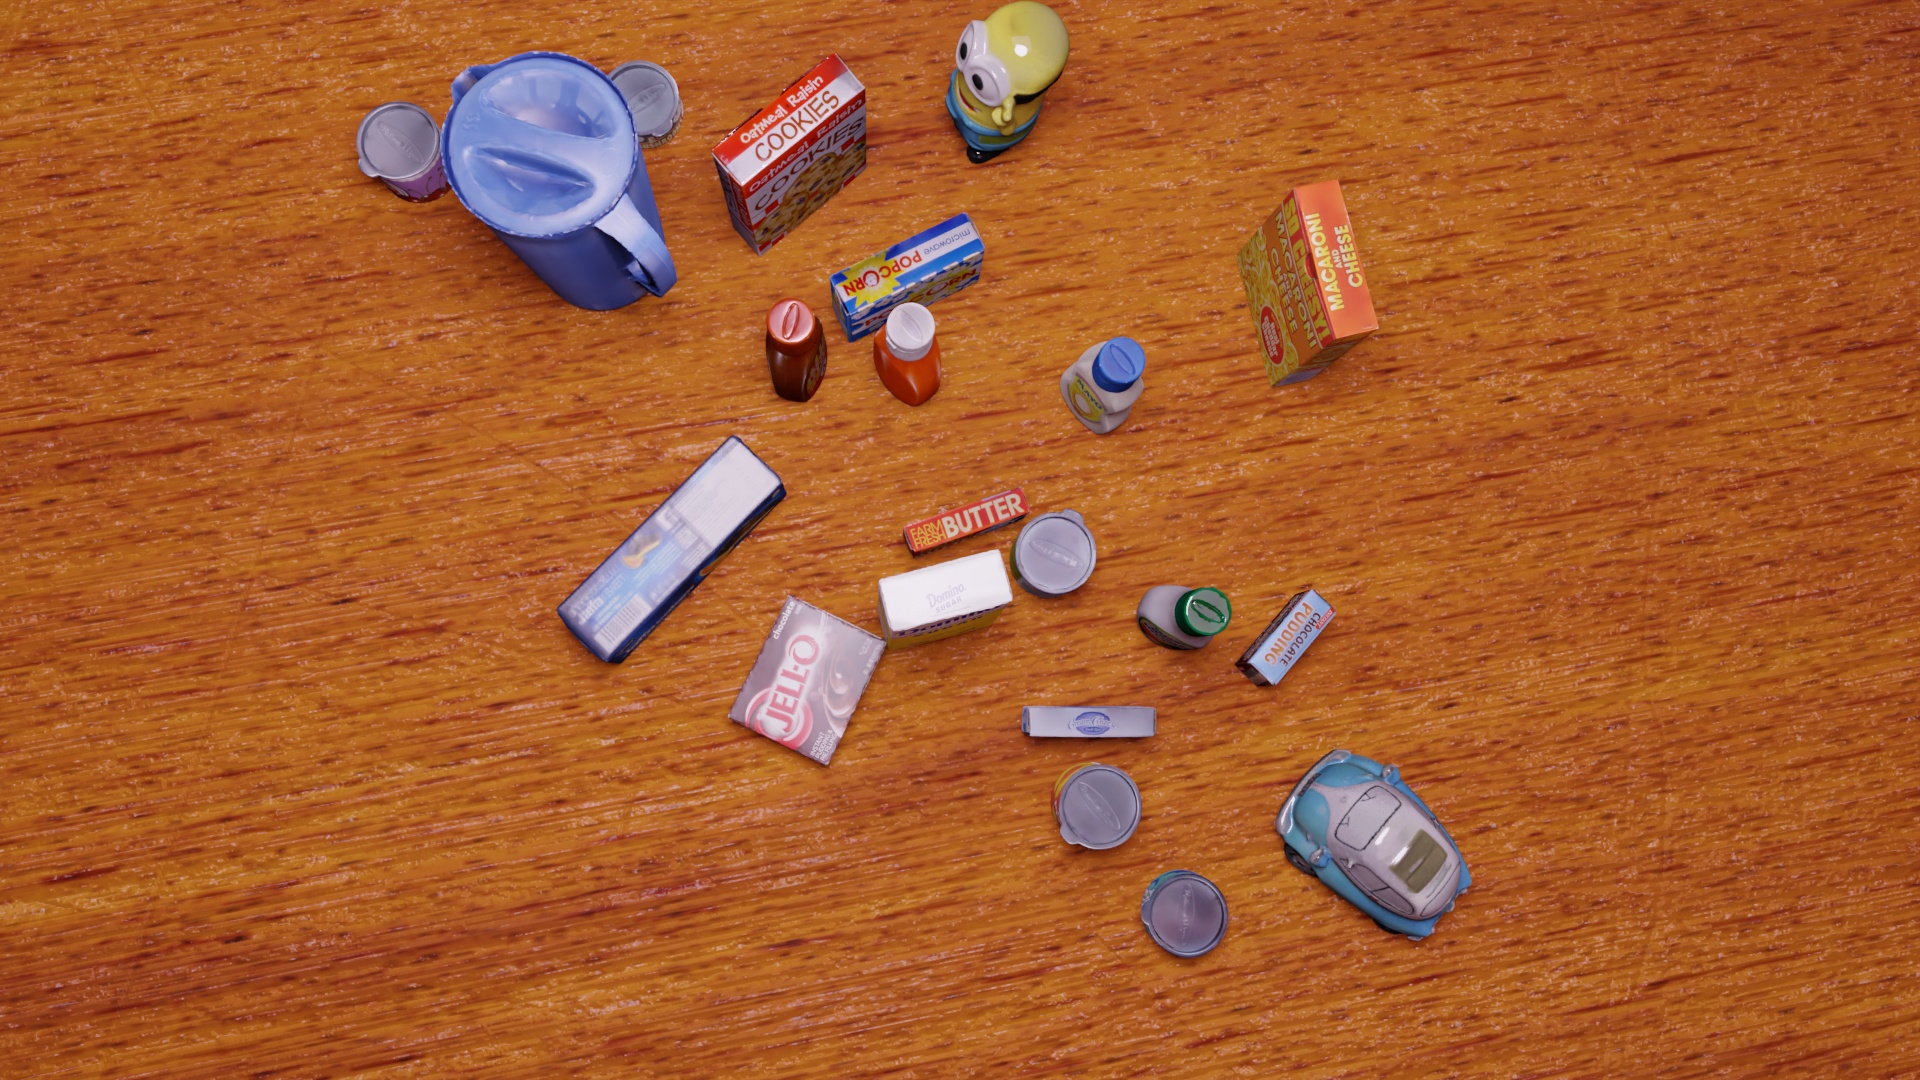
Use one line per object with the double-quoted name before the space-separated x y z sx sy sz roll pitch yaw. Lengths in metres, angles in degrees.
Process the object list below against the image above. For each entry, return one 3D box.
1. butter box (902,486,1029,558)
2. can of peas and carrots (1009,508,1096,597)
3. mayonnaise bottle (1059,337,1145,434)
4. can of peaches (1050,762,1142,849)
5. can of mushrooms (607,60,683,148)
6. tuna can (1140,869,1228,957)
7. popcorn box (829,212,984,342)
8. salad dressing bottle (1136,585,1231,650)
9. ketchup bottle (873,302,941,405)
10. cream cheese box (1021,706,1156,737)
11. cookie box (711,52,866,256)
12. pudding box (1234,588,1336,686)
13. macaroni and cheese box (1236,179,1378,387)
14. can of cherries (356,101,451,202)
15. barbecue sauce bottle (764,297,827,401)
"butter box" 0.004 -0.014 1.145 0.103 0.053 0.024 -19 85 -6
"can of peas and carrots" 0.076 0.011 1.143 0.071 0.058 0.071 0 83 -4
"mayonnaise bottle" 0.117 -0.128 1.119 0.041 0.148 0.065 -38 87 -7
"can of peaches" 0.106 0.214 1.120 0.071 0.058 0.071 0 83 -4
"can of mushrooms" -0.269 -0.368 1.182 0.071 0.033 0.071 0 83 -4
"tuna can" 0.178 0.302 1.126 0.071 0.033 0.071 0 83 -4
"popcorn box" -0.044 -0.217 1.151 0.127 0.085 0.038 -27 86 -6
"salad dressing bottle" 0.178 0.060 1.099 0.064 0.147 0.044 31 83 0
"ketchup bottle" -0.042 -0.151 1.111 0.043 0.148 0.065 -38 87 -7
"cream cheese box" 0.103 0.147 1.130 0.104 0.053 0.024 1 83 -4
"cookie box" -0.134 -0.306 1.115 0.123 0.167 0.040 -41 87 -7
"pudding box" 0.269 0.082 1.151 0.030 0.049 0.084 42 82 2
"macaroni and cheese box" 0.277 -0.203 1.129 0.040 0.166 0.124 -13 84 -5
"can of cherries" -0.459 -0.319 1.151 0.071 0.058 0.071 0 83 -4
"barbecue sauce bottle" -0.131 -0.155 1.106 0.044 0.148 0.065 15 83 -2
